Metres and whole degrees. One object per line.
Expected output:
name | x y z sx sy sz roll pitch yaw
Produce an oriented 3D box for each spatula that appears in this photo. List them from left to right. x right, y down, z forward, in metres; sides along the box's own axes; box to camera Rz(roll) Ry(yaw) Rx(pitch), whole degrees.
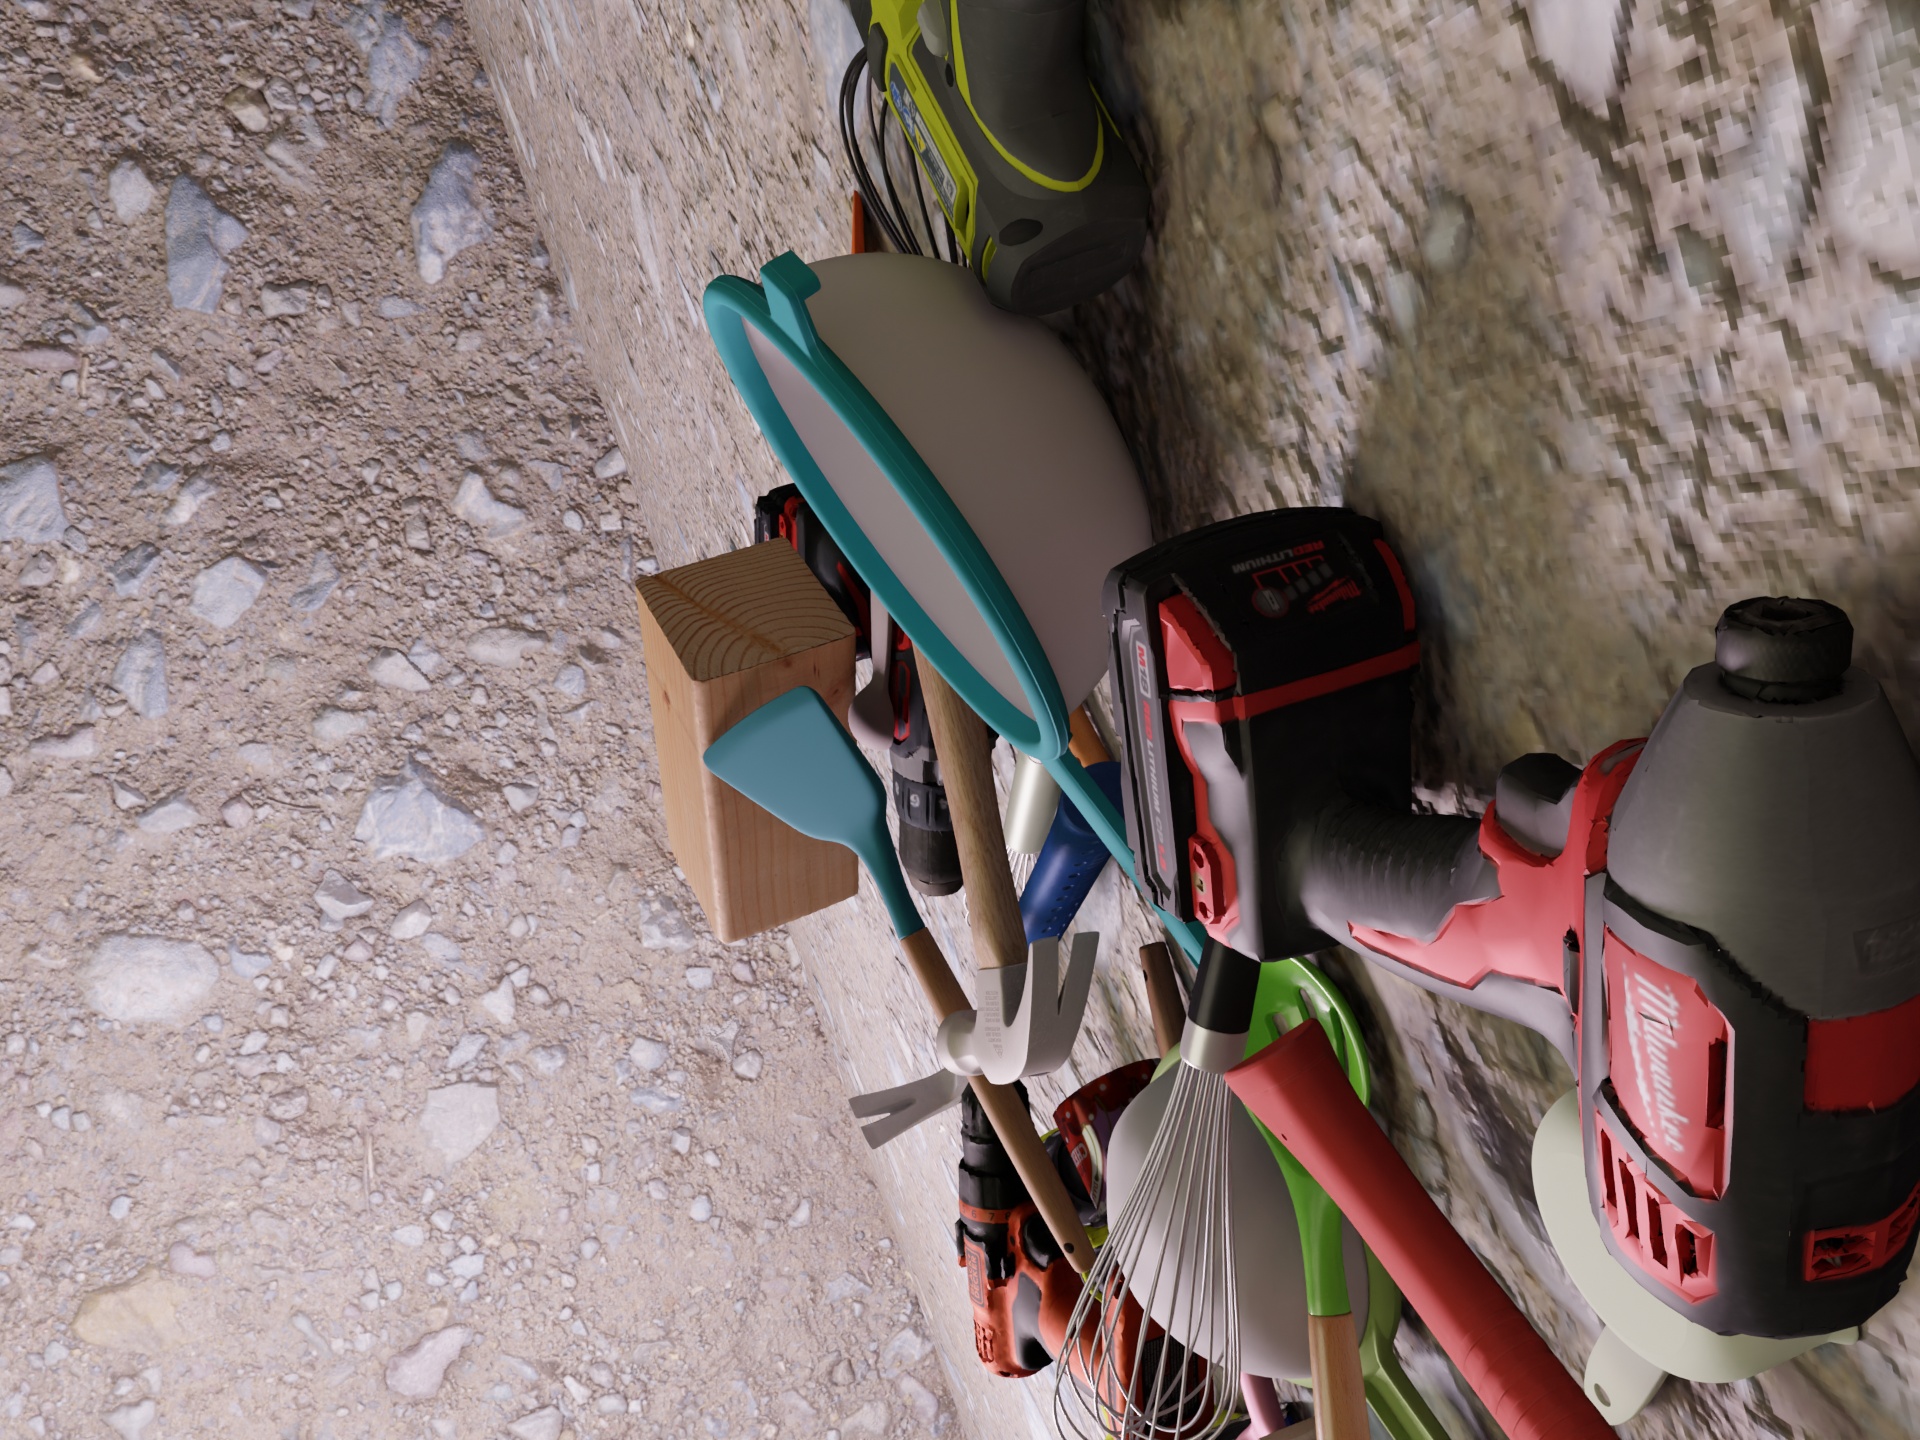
spatula | -0.018 0.132 0.786 0.044 0.082 0.317 -20 -101 -59
spatula | 0.000 -0.111 0.775 0.323 0.041 0.081 61 166 17

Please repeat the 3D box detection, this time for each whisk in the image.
whisk | -0.002 -0.162 0.651 0.055 0.055 0.238 -126 16 -49
whisk | 0.035 0.065 0.853 0.058 0.059 0.246 27 148 13
whisk | 0.083 0.143 0.565 0.070 0.070 0.284 -142 59 -66

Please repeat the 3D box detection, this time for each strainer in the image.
strainer | 0.041 -0.045 0.602 0.340 0.095 0.211 53 173 -14
strainer | 0.127 0.242 0.617 0.257 0.069 0.151 53 143 37

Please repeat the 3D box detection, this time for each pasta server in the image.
pasta server | 0.119 0.260 0.735 0.060 0.040 0.316 156 102 -72

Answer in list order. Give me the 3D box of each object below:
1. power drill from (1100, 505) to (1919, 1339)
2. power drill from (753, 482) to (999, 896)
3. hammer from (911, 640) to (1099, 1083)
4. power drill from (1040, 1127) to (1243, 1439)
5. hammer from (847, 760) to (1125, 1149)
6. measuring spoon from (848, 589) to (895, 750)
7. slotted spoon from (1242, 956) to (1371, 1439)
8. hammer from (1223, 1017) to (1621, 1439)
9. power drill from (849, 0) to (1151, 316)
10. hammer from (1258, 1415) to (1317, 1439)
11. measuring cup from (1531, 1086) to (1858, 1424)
power drill | 0.120 0.022 0.369 0.220 0.078 0.143 -142 40 -60
power drill | -0.043 -0.026 0.900 0.227 0.080 0.187 -133 39 -53
hammer | -0.001 -0.002 0.722 0.130 0.031 0.331 155 106 -65
power drill | 0.097 0.352 0.948 0.190 0.080 0.229 115 137 -60
hammer | 0.026 0.137 0.854 0.035 0.144 0.405 60 157 23
measuring spoon | -0.046 -0.040 0.791 0.034 0.018 0.124 42 137 51
slotted spoon | 0.132 0.236 0.562 0.070 0.031 0.314 -18 73 54
hammer | 0.182 0.221 0.414 0.359 0.036 0.148 54 174 44
power drill | 0.007 -0.241 0.441 0.223 0.080 0.171 102 144 -72
hammer | 0.192 0.427 0.522 0.411 0.038 0.146 -113 4 -54
measuring cup | 0.175 0.155 0.420 0.167 0.038 0.083 86 159 -44
